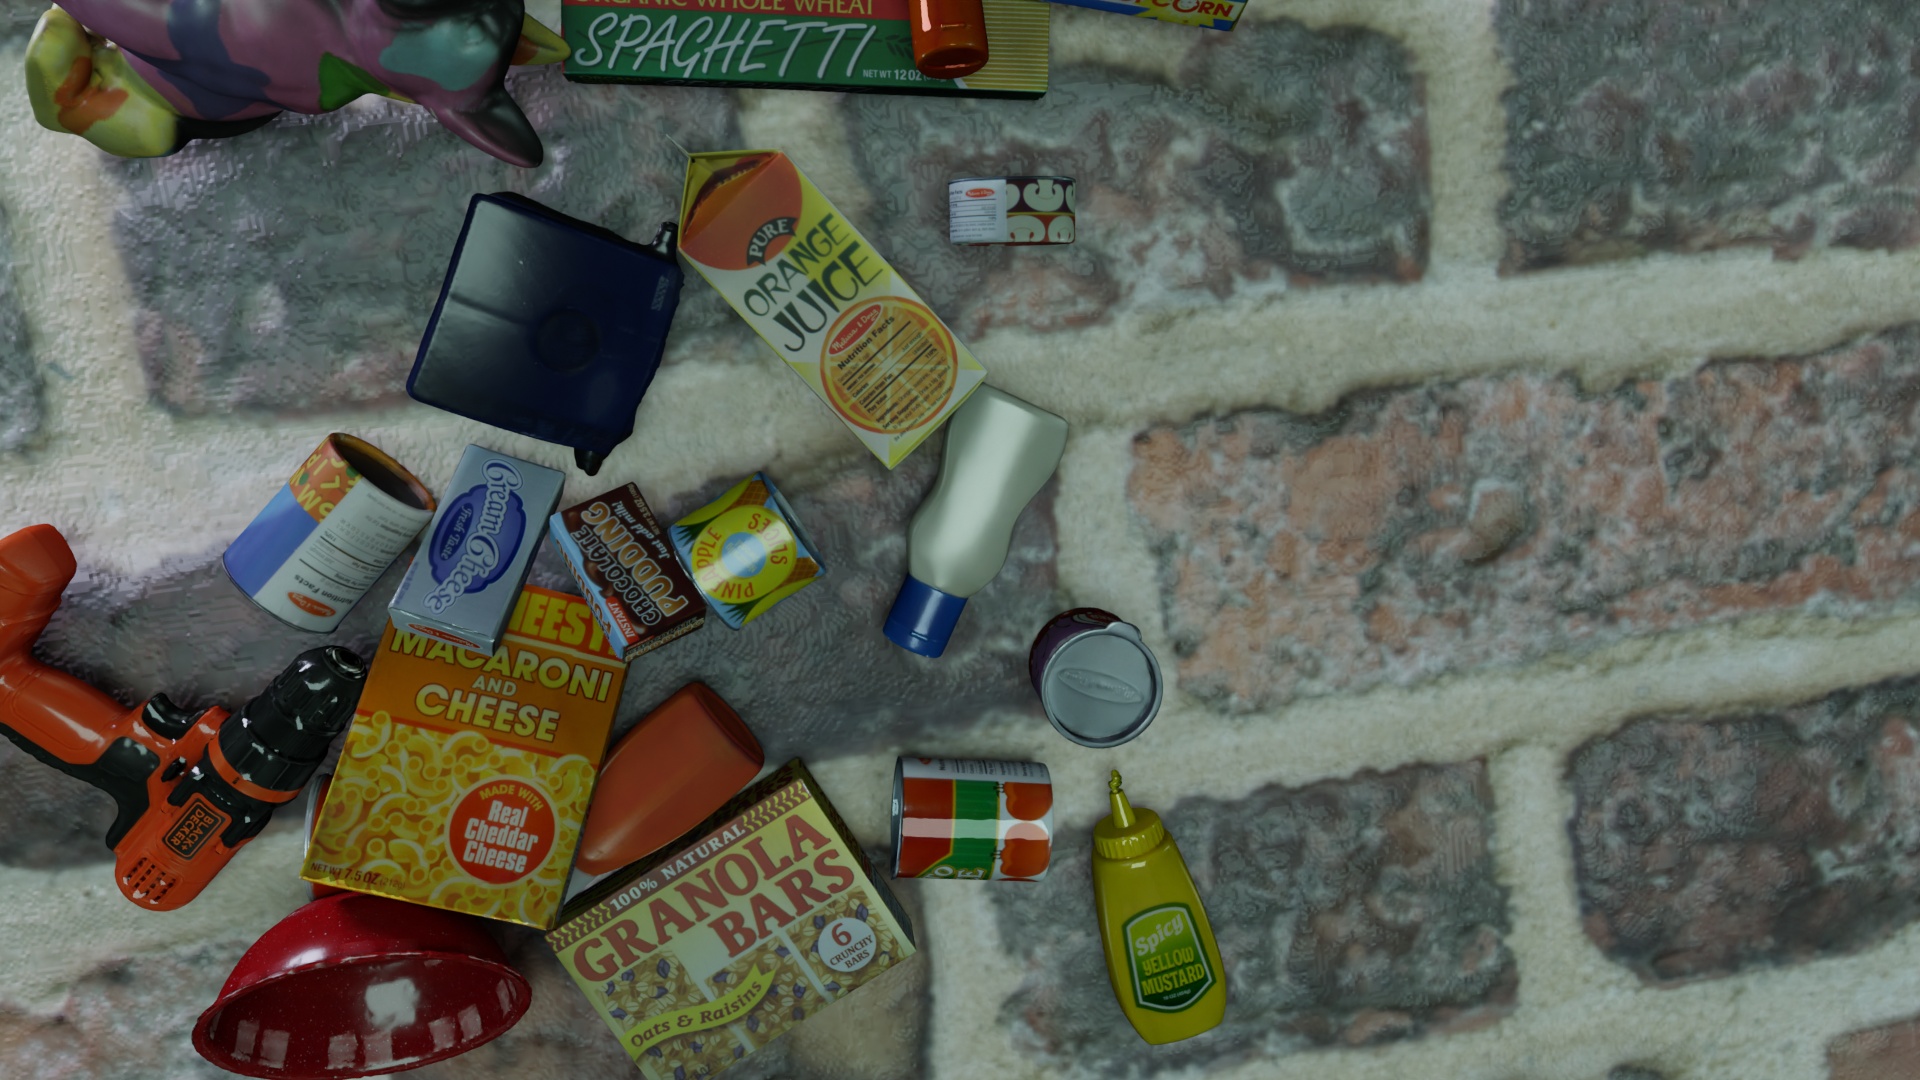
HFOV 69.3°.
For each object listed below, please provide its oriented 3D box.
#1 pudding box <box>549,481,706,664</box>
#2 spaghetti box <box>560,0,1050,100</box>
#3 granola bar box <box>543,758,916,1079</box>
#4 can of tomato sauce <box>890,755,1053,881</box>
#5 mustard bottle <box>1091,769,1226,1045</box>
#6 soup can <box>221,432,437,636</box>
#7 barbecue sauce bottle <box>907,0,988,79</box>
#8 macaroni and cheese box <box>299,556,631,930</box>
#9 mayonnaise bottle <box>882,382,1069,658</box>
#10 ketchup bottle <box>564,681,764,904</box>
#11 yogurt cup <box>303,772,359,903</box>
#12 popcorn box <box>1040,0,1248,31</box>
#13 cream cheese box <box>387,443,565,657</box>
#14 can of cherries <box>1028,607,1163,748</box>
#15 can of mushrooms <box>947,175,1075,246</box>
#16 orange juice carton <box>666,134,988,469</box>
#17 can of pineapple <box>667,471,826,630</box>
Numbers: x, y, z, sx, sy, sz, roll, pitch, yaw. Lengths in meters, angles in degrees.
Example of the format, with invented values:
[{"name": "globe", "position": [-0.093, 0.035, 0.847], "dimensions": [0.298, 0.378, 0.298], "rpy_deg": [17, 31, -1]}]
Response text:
[{"name": "pudding box", "position": [-0.174, 0.017, 0.725], "dimensions": [0.050, 0.030, 0.084], "rpy_deg": [-26, 73, -25]}, {"name": "spaghetti box", "position": [-0.078, -0.257, 0.714], "dimensions": [0.250, 0.029, 0.050], "rpy_deg": [0, 98, -6]}, {"name": "granola bar box", "position": [-0.127, 0.218, 0.781], "dimensions": [0.165, 0.039, 0.124], "rpy_deg": [-32, 101, 0]}, {"name": "can of tomato sauce", "position": [0.005, 0.156, 0.769], "dimensions": [0.083, 0.071, 0.071], "rpy_deg": [3, 99, -7]}, {"name": "mustard bottle", "position": [0.106, 0.207, 0.796], "dimensions": [0.065, 0.049, 0.160], "rpy_deg": [-18, 101, -4]}, {"name": "soup can", "position": [-0.324, -0.006, 0.714], "dimensions": [0.071, 0.071, 0.084], "rpy_deg": [42, 93, -10]}, {"name": "barbecue sauce bottle", "position": [-0.013, -0.304, 0.684], "dimensions": [0.065, 0.043, 0.148], "rpy_deg": [-6, 82, -6]}, {"name": "macaroni and cheese box", "position": [-0.247, 0.105, 0.717], "dimensions": [0.124, 0.040, 0.167], "rpy_deg": [15, 71, -9]}, {"name": "mayonnaise bottle", "position": [0.003, -0.009, 0.756], "dimensions": [0.065, 0.041, 0.148], "rpy_deg": [24, 97, -8]}, {"name": "ketchup bottle", "position": [-0.182, 0.146, 0.761], "dimensions": [0.149, 0.043, 0.064], "rpy_deg": [-40, 100, 2]}, {"name": "yogurt cup", "position": [-0.315, 0.158, 0.742], "dimensions": [0.054, 0.072, 0.072], "rpy_deg": [1, 99, -14]}, {"name": "popcorn box", "position": [0.085, -0.313, 0.702], "dimensions": [0.127, 0.038, 0.085], "rpy_deg": [7, 76, -6]}, {"name": "cream cheese box", "position": [-0.246, 0.003, 0.714], "dimensions": [0.053, 0.024, 0.104], "rpy_deg": [18, 59, -7]}, {"name": "can of cherries", "position": [0.075, 0.072, 0.767], "dimensions": [0.071, 0.058, 0.071], "rpy_deg": [-1, 99, -4]}, {"name": "can of mushrooms", "position": [0.029, -0.170, 0.720], "dimensions": [0.071, 0.071, 0.033], "rpy_deg": [-2, 100, -5]}, {"name": "orange juice carton", "position": [-0.078, -0.132, 0.712], "dimensions": [0.073, 0.072, 0.192], "rpy_deg": [-44, 101, 3]}, {"name": "can of pineapple", "position": [-0.112, 0.005, 0.732], "dimensions": [0.058, 0.071, 0.071], "rpy_deg": [-33, 101, 0]}]
